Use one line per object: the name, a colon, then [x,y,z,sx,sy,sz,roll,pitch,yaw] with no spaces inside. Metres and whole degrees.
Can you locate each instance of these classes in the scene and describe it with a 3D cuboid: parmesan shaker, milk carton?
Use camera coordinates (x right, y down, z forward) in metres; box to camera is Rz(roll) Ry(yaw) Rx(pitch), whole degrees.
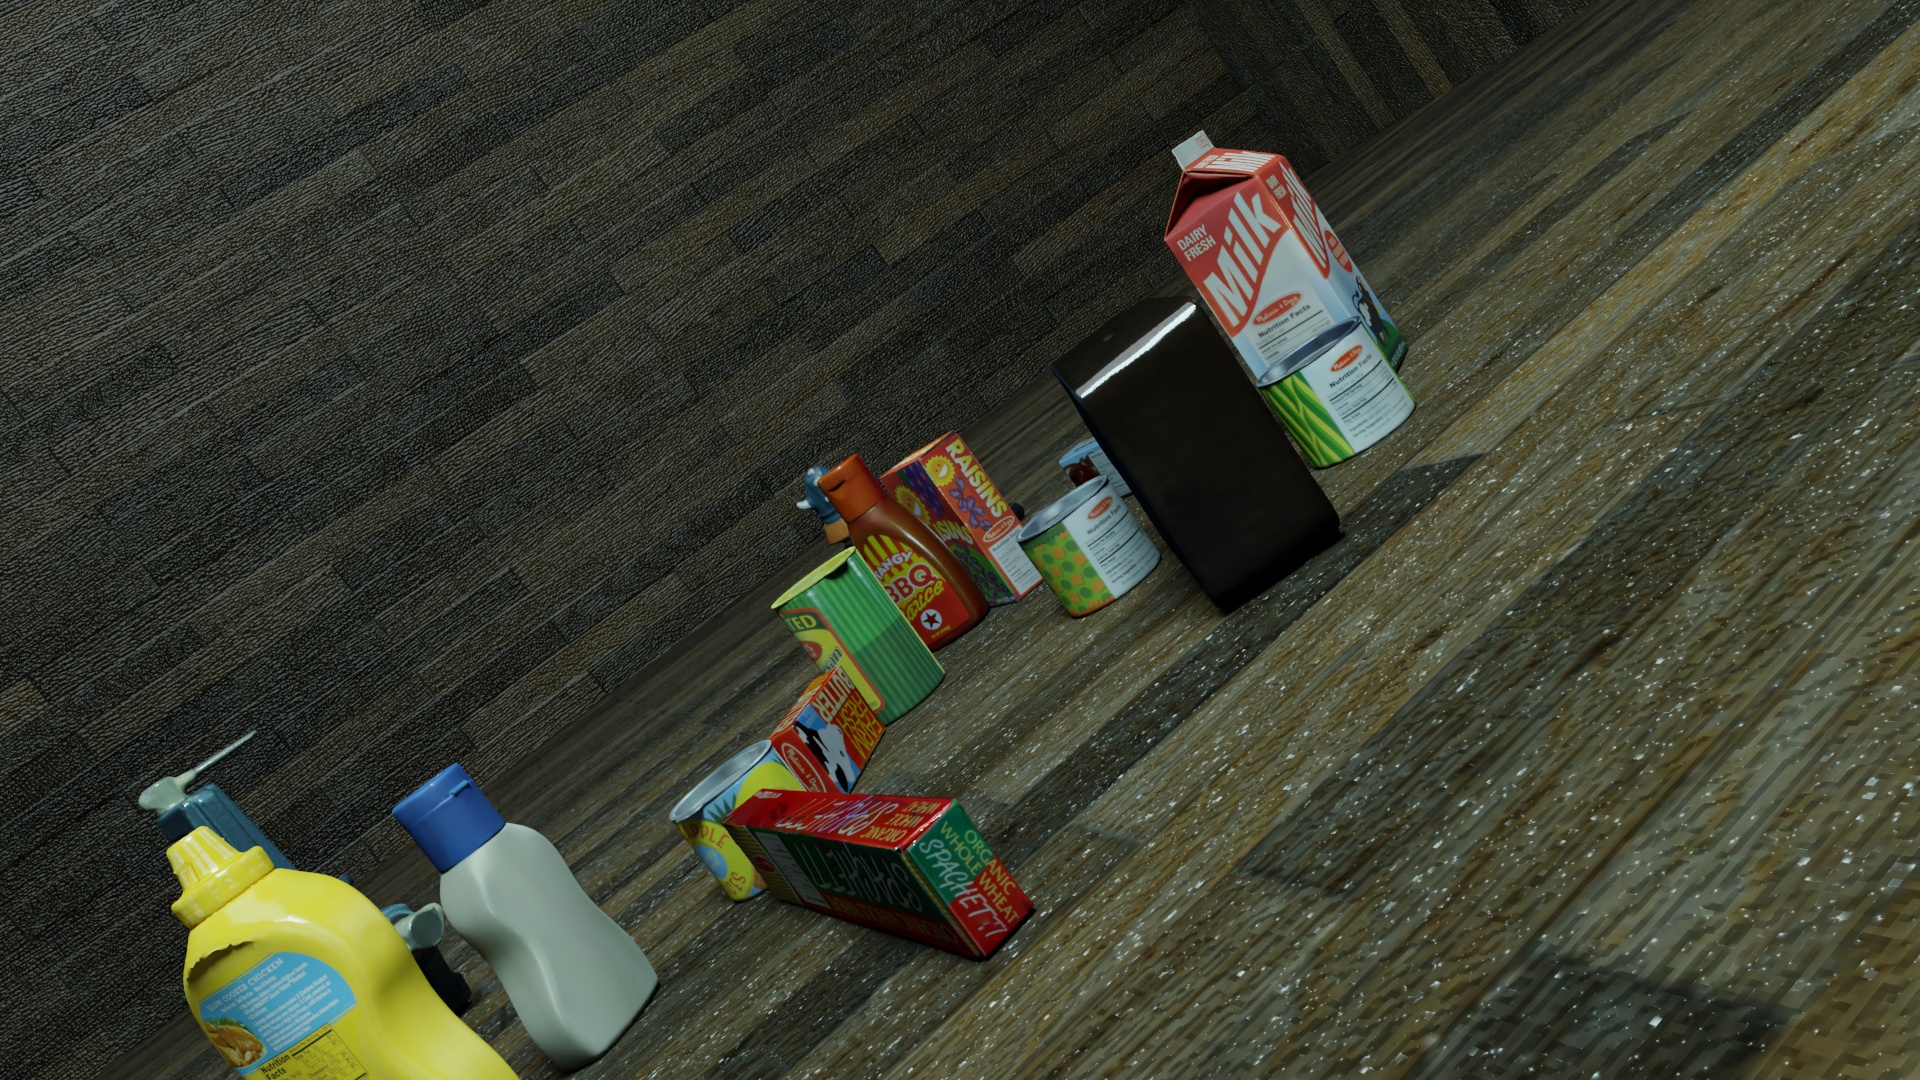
parmesan shaker: [-0.064,0.064,0.895,0.071,0.103,0.071,-35,7,5]
milk carton: [0.195,-0.172,0.873,0.073,0.190,0.073,-31,8,34]

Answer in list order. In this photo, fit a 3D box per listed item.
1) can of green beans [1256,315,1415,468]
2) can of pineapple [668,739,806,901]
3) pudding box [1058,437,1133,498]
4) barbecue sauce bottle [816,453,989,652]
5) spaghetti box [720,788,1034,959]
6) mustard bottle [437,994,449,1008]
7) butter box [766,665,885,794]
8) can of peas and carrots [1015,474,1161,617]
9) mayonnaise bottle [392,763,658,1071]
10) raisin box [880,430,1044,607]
can of green beans: [0.206,-0.081,0.762,0.071,0.058,0.071,-35,7,5]
can of pineapple: [-0.112,0.150,0.738,0.071,0.058,0.071,-35,7,5]
pudding box: [0.118,-0.059,1.069,0.030,0.049,0.083,-39,8,-30]
barbecue sauce bottle: [-0.045,0.008,0.995,0.064,0.148,0.044,-33,7,24]
spaghetti box: [-0.045,0.131,0.574,0.029,0.050,0.249,-39,8,-24]
mustard bottle: [-0.330,0.240,0.752,0.049,0.160,0.065,-36,7,-5]
butter box: [-0.078,0.116,0.821,0.024,0.053,0.104,-34,7,17]
can of peas and carrots: [0.074,0.004,0.819,0.071,0.058,0.071,-35,7,5]
mayonnaise bottle: [-0.208,0.174,0.657,0.041,0.148,0.065,-32,7,27]
raisin box: [0.004,-0.013,1.001,0.040,0.123,0.086,-38,7,-22]
